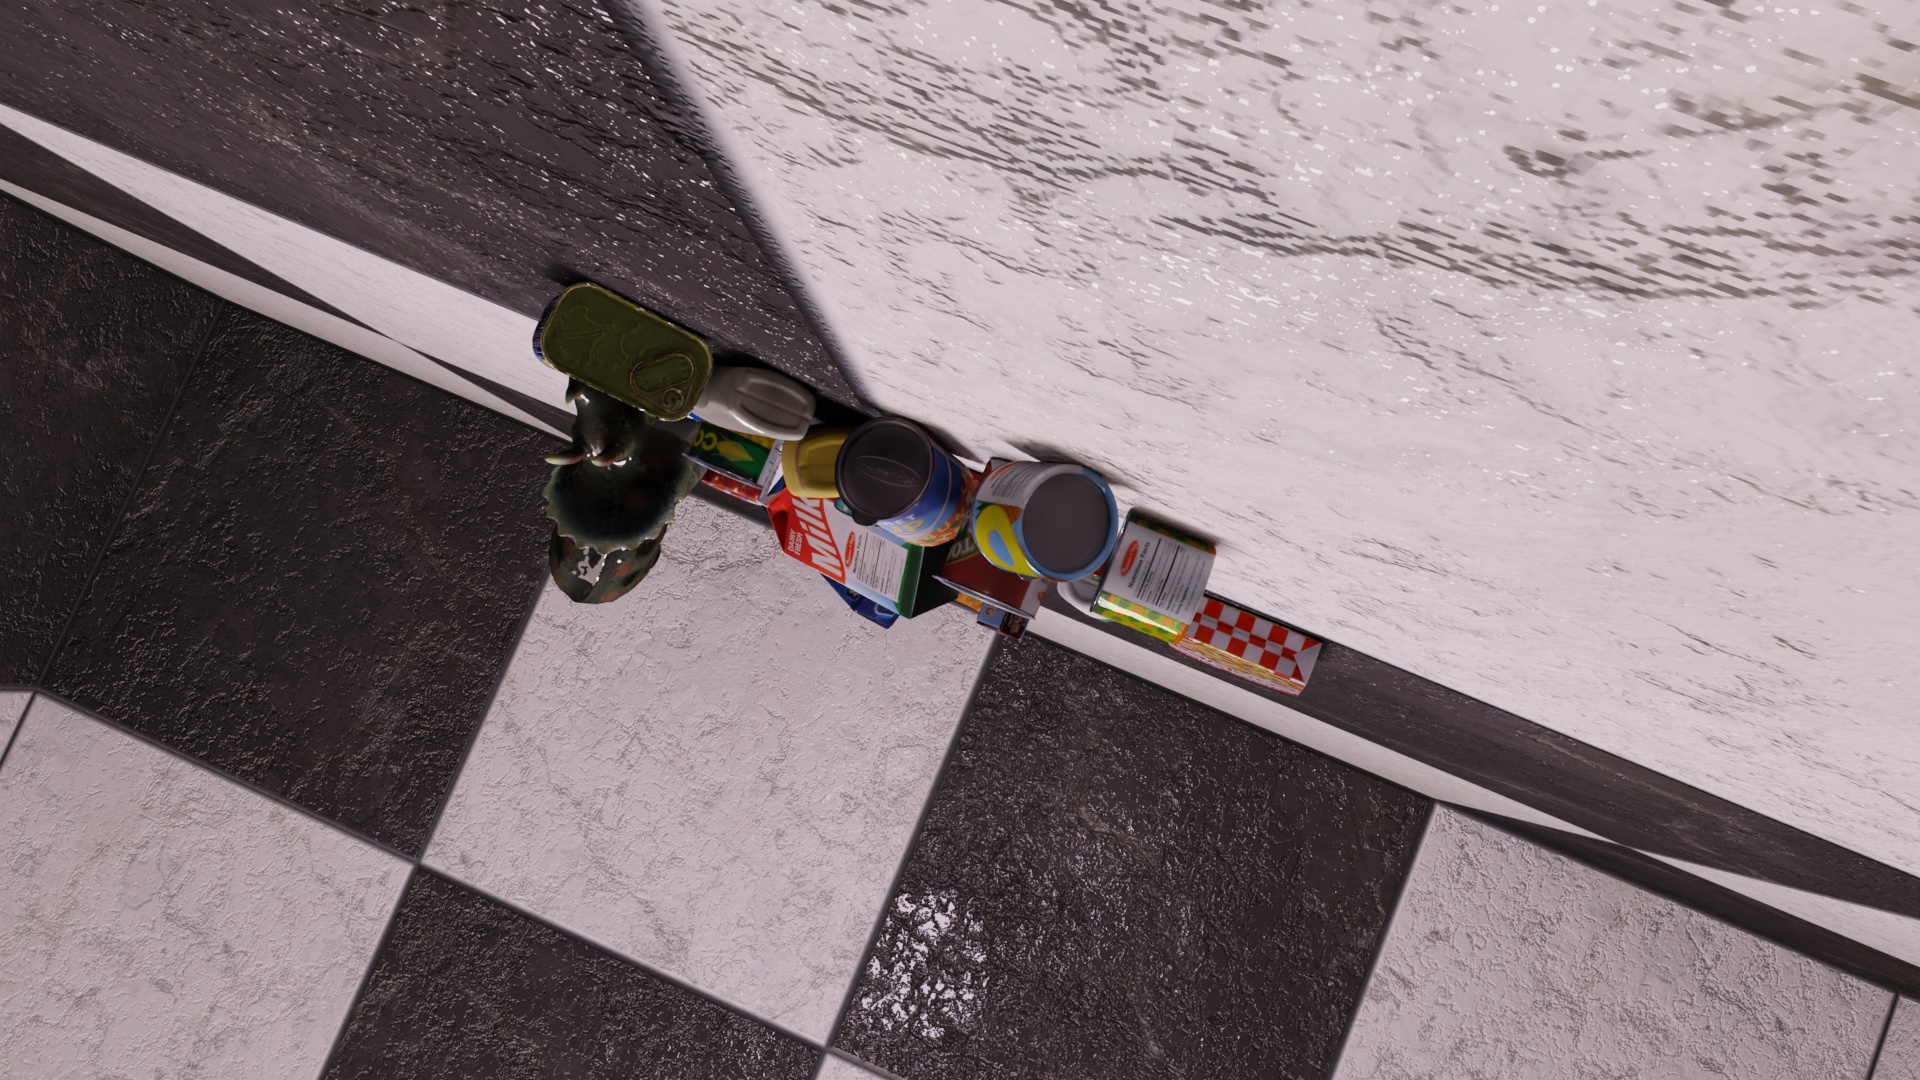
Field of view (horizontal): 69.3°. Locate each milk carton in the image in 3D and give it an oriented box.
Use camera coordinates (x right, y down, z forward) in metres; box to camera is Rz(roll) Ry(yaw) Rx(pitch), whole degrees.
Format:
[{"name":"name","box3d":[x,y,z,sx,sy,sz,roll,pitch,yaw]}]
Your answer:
[{"name":"milk carton","box3d":[-0.090,-0.008,1.227,0.191,0.073,0.072,26,-152,29]}]

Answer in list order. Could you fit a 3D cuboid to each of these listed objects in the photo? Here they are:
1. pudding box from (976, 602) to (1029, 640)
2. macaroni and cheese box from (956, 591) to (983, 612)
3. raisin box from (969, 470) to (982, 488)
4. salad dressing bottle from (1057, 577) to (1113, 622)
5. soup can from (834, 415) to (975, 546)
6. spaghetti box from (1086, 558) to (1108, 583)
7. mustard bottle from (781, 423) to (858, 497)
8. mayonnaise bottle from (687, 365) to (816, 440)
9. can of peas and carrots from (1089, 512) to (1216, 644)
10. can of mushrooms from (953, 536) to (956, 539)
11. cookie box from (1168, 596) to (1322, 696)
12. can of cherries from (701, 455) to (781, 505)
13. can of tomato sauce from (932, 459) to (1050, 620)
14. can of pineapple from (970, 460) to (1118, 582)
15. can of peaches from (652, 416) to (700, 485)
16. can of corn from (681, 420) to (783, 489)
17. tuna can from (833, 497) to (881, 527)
[{"name":"pudding box","box3d":[0.052,0.051,1.354,0.030,0.084,0.049,19,173,33]},{"name":"macaroni and cheese box","box3d":[-0.035,0.008,1.351,0.124,0.040,0.166,41,-173,33]},{"name":"raisin box","box3d":[0.024,-0.018,0.988,0.123,0.040,0.086,21,174,12]},{"name":"salad dressing bottle","box3d":[0.123,0.047,1.225,0.064,0.044,0.147,19,176,15]},{"name":"soup can","box3d":[-0.035,-0.034,0.886,0.071,0.071,0.083,21,175,23]},{"name":"spaghetti box","box3d":[0.007,-0.023,1.067,0.250,0.028,0.050,22,175,14]},{"name":"mustard bottle","box3d":[-0.097,-0.059,0.985,0.065,0.048,0.160,-6,-173,-11]},{"name":"mayonnaise bottle","box3d":[-0.154,-0.096,0.938,0.065,0.041,0.148,21,178,-31]},{"name":"can of peas and carrots","box3d":[0.117,0.024,0.851,0.059,0.071,0.071,22,175,4]},{"name":"can of mushrooms","box3d":[0.004,-0.014,1.126,0.071,0.033,0.071,22,179,0]},{"name":"cookie box","box3d":[0.236,0.089,1.174,0.123,0.040,0.167,21,175,14]},{"name":"can of cherries","box3d":[-0.217,-0.074,1.367,0.071,0.058,0.071,22,175,2]},{"name":"can of tomato sauce","box3d":[0.030,-0.002,0.869,0.071,0.083,0.071,23,175,2]},{"name":"can of pineapple","box3d":[0.048,-0.010,0.782,0.071,0.071,0.058,25,174,-25]},{"name":"can of peaches","box3d":[-0.287,-0.088,1.362,0.071,0.071,0.057,22,140,10]},{"name":"can of corn","box3d":[-0.180,-0.081,1.113,0.071,0.058,0.071,23,175,2]},{"name":"tuna can","box3d":[-0.069,-0.035,1.146,0.071,0.032,0.071,16,-167,-4]}]
